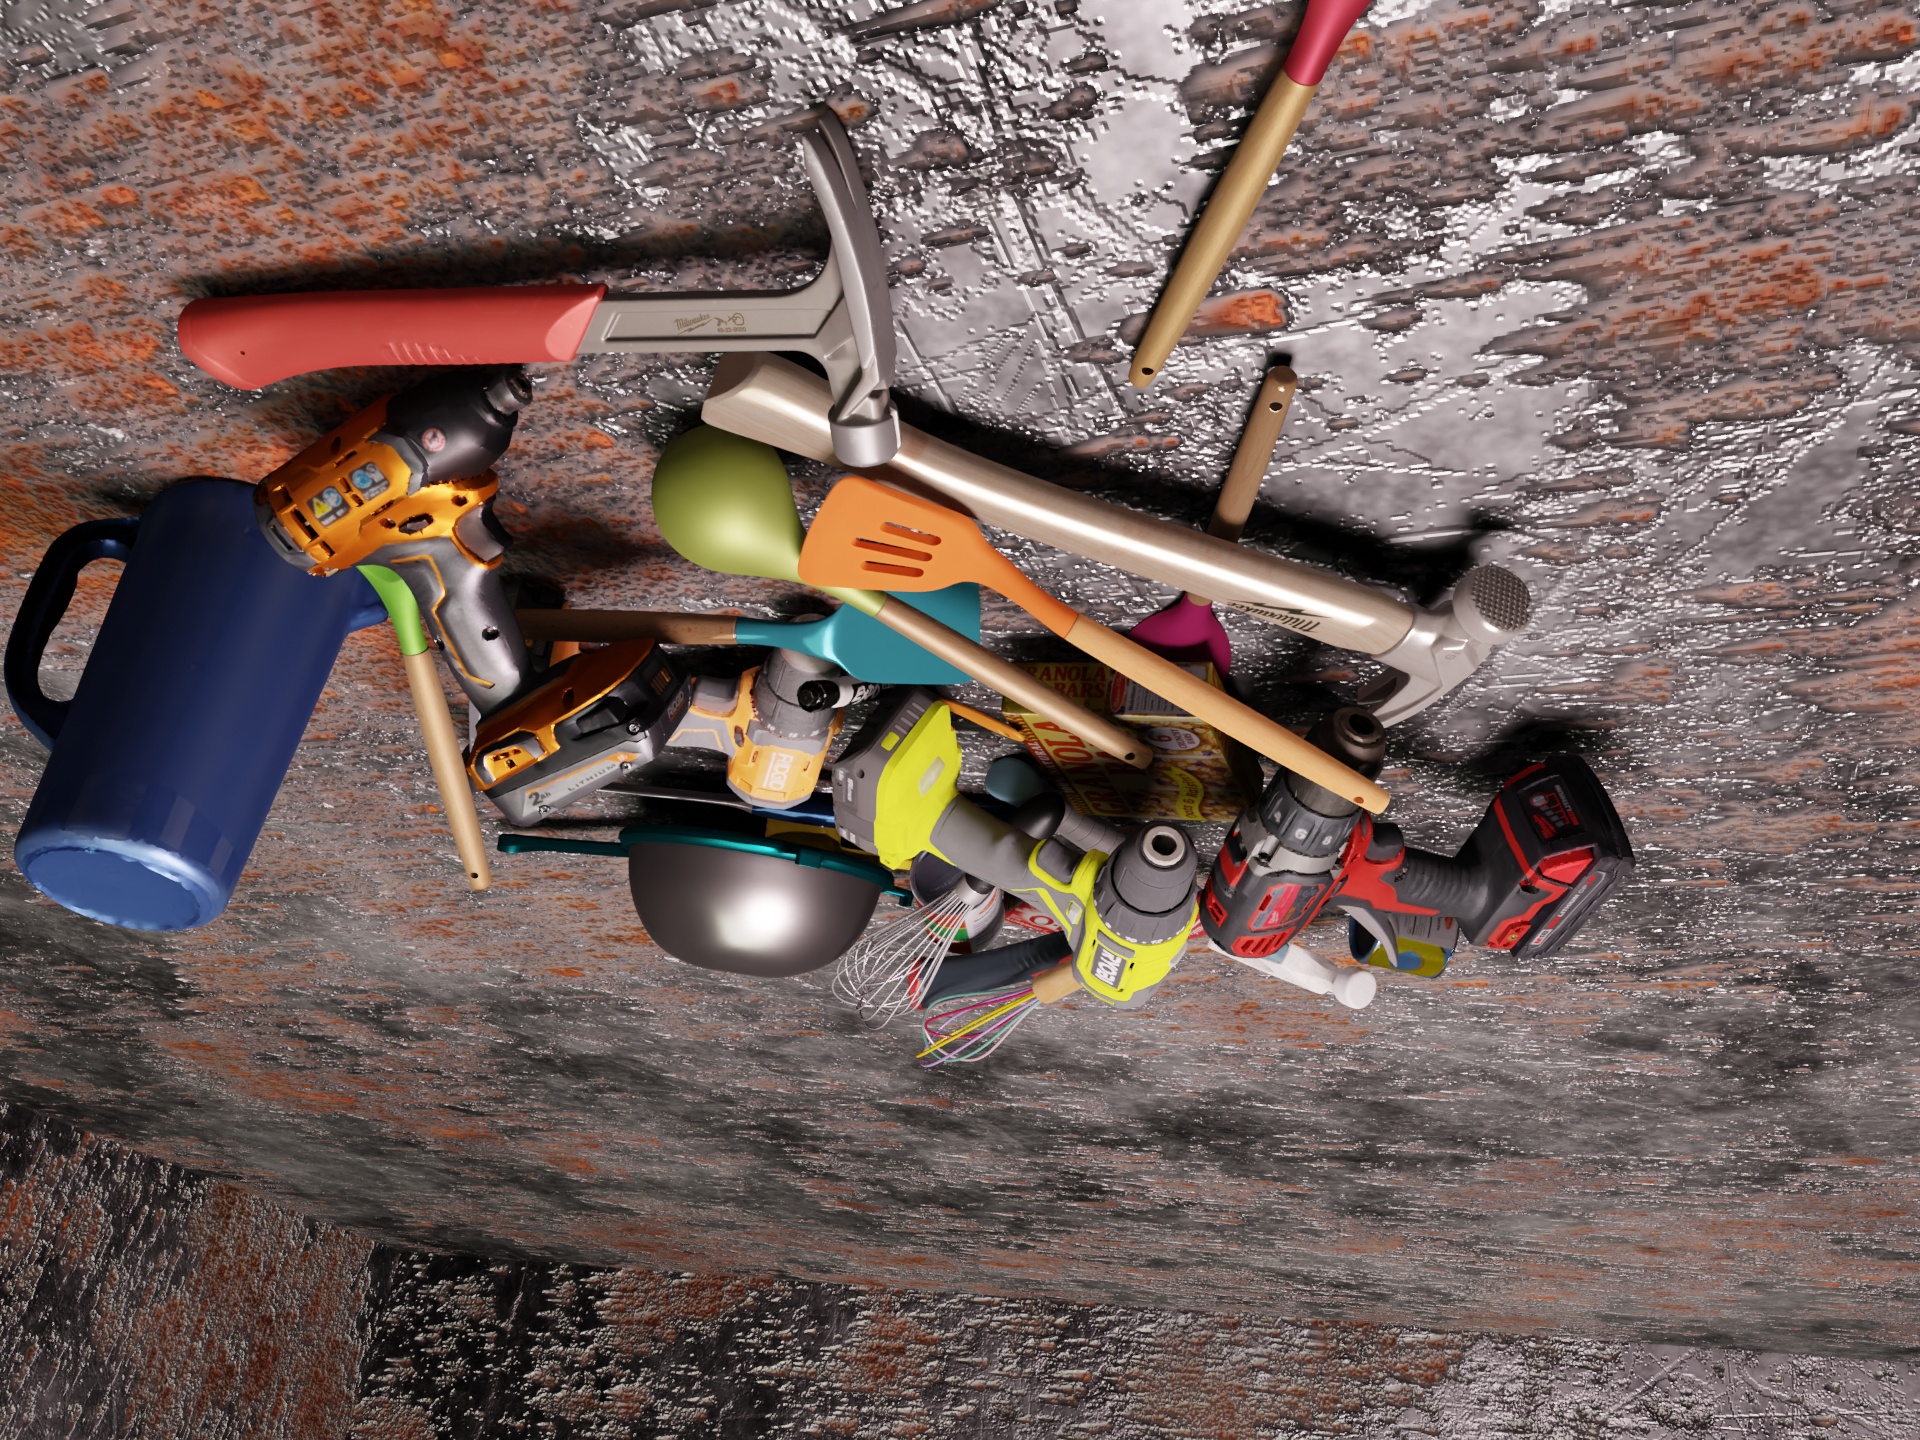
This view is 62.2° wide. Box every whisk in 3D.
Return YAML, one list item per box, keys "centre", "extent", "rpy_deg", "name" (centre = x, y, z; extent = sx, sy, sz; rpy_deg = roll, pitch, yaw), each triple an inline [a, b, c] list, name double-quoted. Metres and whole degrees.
- centre: [0.047, 0.198, 1.145]
  extent: [0.047, 0.051, 0.245]
  rpy_deg: [14, 145, -37]
  name: "whisk"
- centre: [-0.006, 0.134, 1.122]
  extent: [0.070, 0.070, 0.284]
  rpy_deg: [22, 133, -22]
  name: "whisk"

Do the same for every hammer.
- centre: [0.069, -0.091, 0.806]
  extent: [0.410, 0.038, 0.146]
  rpy_deg: [19, 153, -9]
  name: "hammer"
- centre: [-0.204, -0.188, 0.721]
  extent: [0.359, 0.037, 0.149]
  rpy_deg: [4, 130, 18]
  name: "hammer"
- centre: [-0.156, 0.058, 1.114]
  extent: [0.405, 0.035, 0.144]
  rpy_deg: [6, -171, -5]
  name: "hammer"
- centre: [0.116, 0.163, 1.134]
  extent: [0.386, 0.038, 0.143]
  rpy_deg: [-22, 129, 39]
  name: "hammer"
- centre: [0.152, 0.117, 1.147]
  extent: [0.330, 0.033, 0.128]
  rpy_deg: [33, 170, -27]
  name: "hammer"

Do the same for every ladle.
- centre: [-0.022, -0.057, 0.860]
  extent: [0.320, 0.062, 0.078]
  rpy_deg: [29, 120, -22]
  name: "ladle"
- centre: [0.117, -0.225, 0.599]
  extent: [0.069, 0.031, 0.315]
  rpy_deg: [13, 152, -8]
  name: "ladle"

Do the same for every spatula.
- centre: [0.074, -0.029, 0.798]
  extent: [0.322, 0.041, 0.081]
  rpy_deg: [29, 139, -4]
  name: "spatula"
- centre: [-0.149, -0.055, 0.905]
  extent: [0.317, 0.044, 0.082]
  rpy_deg: [2, 119, 7]
  name: "spatula"

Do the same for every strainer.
- centre: [-0.220, 0.141, 1.223]
  extent: [0.340, 0.095, 0.210]
  rpy_deg: [3, 166, 21]
  name: "strainer"

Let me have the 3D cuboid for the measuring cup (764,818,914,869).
- centre: [-0.079, 0.090, 1.218]
  extent: [0.156, 0.029, 0.062]
  rpy_deg: [16, 154, -36]
  name: "measuring cup"

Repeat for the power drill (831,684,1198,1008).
- centre: [0.038, 0.072, 0.954]
  extent: [0.228, 0.080, 0.190]
  rpy_deg: [30, 155, 14]
  name: "power drill"

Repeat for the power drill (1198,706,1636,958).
- centre: [0.264, 0.065, 0.911]
  extent: [0.226, 0.080, 0.187]
  rpy_deg: [2, 138, -15]
  name: "power drill"

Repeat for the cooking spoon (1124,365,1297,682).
- centre: [0.133, -0.081, 0.853]
  extent: [0.069, 0.017, 0.318]
  rpy_deg: [9, 152, 0]
  name: "cooking spoon"

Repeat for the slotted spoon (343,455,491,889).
- centre: [-0.325, -0.022, 0.961]
  extent: [0.070, 0.031, 0.313]
  rpy_deg: [-1, 124, 5]
  name: "slotted spoon"

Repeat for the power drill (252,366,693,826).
- centre: [-0.242, -0.070, 0.842]
  extent: [0.164, 0.084, 0.226]
  rpy_deg: [-27, 110, 21]
  name: "power drill"

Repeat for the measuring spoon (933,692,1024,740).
- centre: [-0.002, -0.003, 0.978]
  extent: [0.117, 0.011, 0.021]
  rpy_deg: [23, 164, 48]
  name: "measuring spoon"

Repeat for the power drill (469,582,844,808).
- centre: [-0.184, -0.021, 0.991]
  extent: [0.226, 0.084, 0.185]
  rpy_deg: [11, 149, -11]
  name: "power drill"
